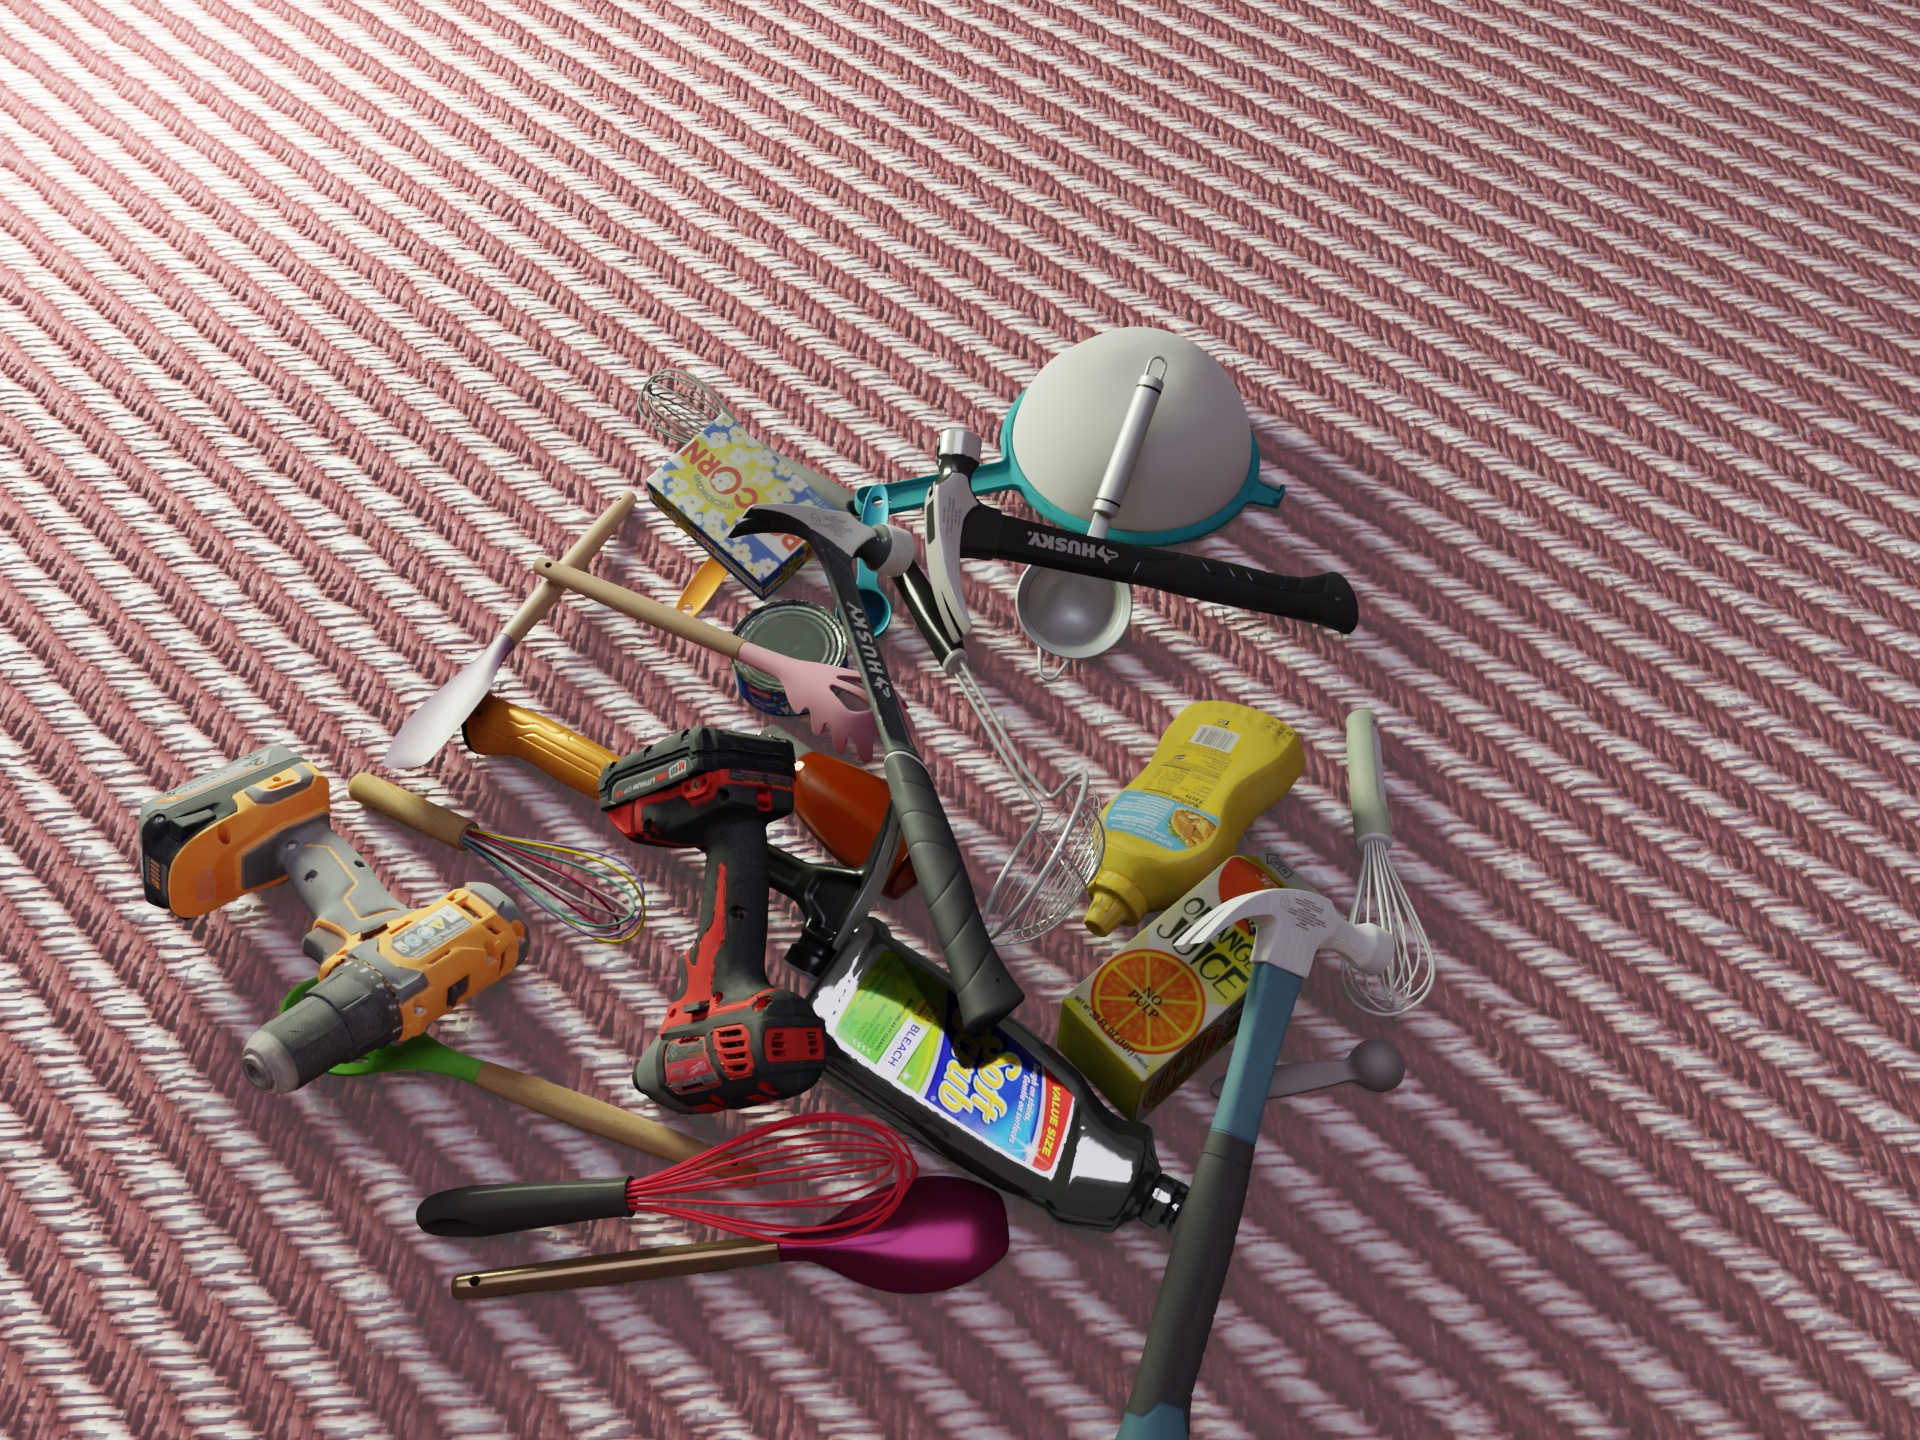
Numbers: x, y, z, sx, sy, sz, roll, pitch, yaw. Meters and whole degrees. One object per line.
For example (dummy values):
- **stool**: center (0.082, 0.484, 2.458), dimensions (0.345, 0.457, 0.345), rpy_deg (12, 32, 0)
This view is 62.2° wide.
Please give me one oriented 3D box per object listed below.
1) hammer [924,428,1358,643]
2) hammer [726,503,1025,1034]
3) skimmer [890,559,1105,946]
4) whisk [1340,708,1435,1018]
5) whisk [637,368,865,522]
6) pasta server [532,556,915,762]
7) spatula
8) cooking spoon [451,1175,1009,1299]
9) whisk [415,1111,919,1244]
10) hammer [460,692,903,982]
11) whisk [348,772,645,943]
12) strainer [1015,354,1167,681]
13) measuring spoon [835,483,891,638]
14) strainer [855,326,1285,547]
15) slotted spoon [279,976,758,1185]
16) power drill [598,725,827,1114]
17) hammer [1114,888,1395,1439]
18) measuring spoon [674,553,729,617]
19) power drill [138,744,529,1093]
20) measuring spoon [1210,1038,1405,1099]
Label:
- **hammer**: center (0.135, -0.105, 1.142), dimensions (0.334, 0.035, 0.146), rpy_deg (10, 74, -16)
- **hammer**: center (-0.043, 0.013, 1.015), dimensions (0.149, 0.036, 0.409), rpy_deg (12, 45, -39)
- **skimmer**: center (-0.002, -0.003, 1.094), dimensions (0.090, 0.127, 0.364), rpy_deg (8, 39, -38)
- **whisk**: center (0.277, 0.089, 1.059), dimensions (0.059, 0.057, 0.247), rpy_deg (-13, 47, 22)
- **whisk**: center (-0.164, -0.215, 1.276), dimensions (0.239, 0.055, 0.055), rpy_deg (33, 61, 16)
- **pasta server**: center (-0.175, -0.053, 1.128), dimensions (0.316, 0.040, 0.060), rpy_deg (23, 58, 20)
- **spatula**: center (-0.320, -0.074, 1.162), dimensions (0.060, 0.018, 0.316), rpy_deg (-2, 40, 31)
- **cooking spoon**: center (-0.130, 0.307, 0.916), dimensions (0.319, 0.017, 0.069), rpy_deg (-5, 53, -5)
- **whisk**: center (-0.169, 0.271, 0.909), dimensions (0.296, 0.073, 0.073), rpy_deg (-7, 54, 6)
- **hammer**: center (-0.199, 0.050, 1.069), dimensions (0.337, 0.034, 0.127), rpy_deg (24, 79, 21)
- **whisk**: center (-0.312, 0.089, 1.060), dimensions (0.245, 0.047, 0.051), rpy_deg (21, 44, 19)
- **strainer**: center (0.107, -0.149, 1.181), dimensions (0.087, 0.050, 0.258), rpy_deg (20, 89, 1)
- **measuring spoon**: center (-0.067, -0.117, 1.201), dimensions (0.042, 0.021, 0.129), rpy_deg (4, 71, 6)
- **strainer**: center (0.081, -0.228, 1.243), dimensions (0.340, 0.095, 0.211), rpy_deg (-14, 56, -16)
- **slotted spoon**: center (-0.270, 0.226, 0.969), dimensions (0.314, 0.031, 0.070), rpy_deg (17, 41, 9)
- **power drill**: center (-0.154, 0.125, 0.959), dimensions (0.078, 0.143, 0.220), rpy_deg (10, 66, -47)
- **hammer**: center (0.152, 0.250, 0.899), dimensions (0.128, 0.033, 0.331), rpy_deg (25, 70, -15)
- **measuring spoon**: center (-0.187, -0.117, 1.226), dimensions (0.021, 0.011, 0.117), rpy_deg (27, 62, 6)
- **power drill**: center (-0.410, 0.124, 0.981), dimensions (0.226, 0.084, 0.185), rpy_deg (31, 37, 18)
- **measuring spoon**: center (0.215, 0.217, 0.982), dimensions (0.124, 0.018, 0.034), rpy_deg (-8, 55, -5)
